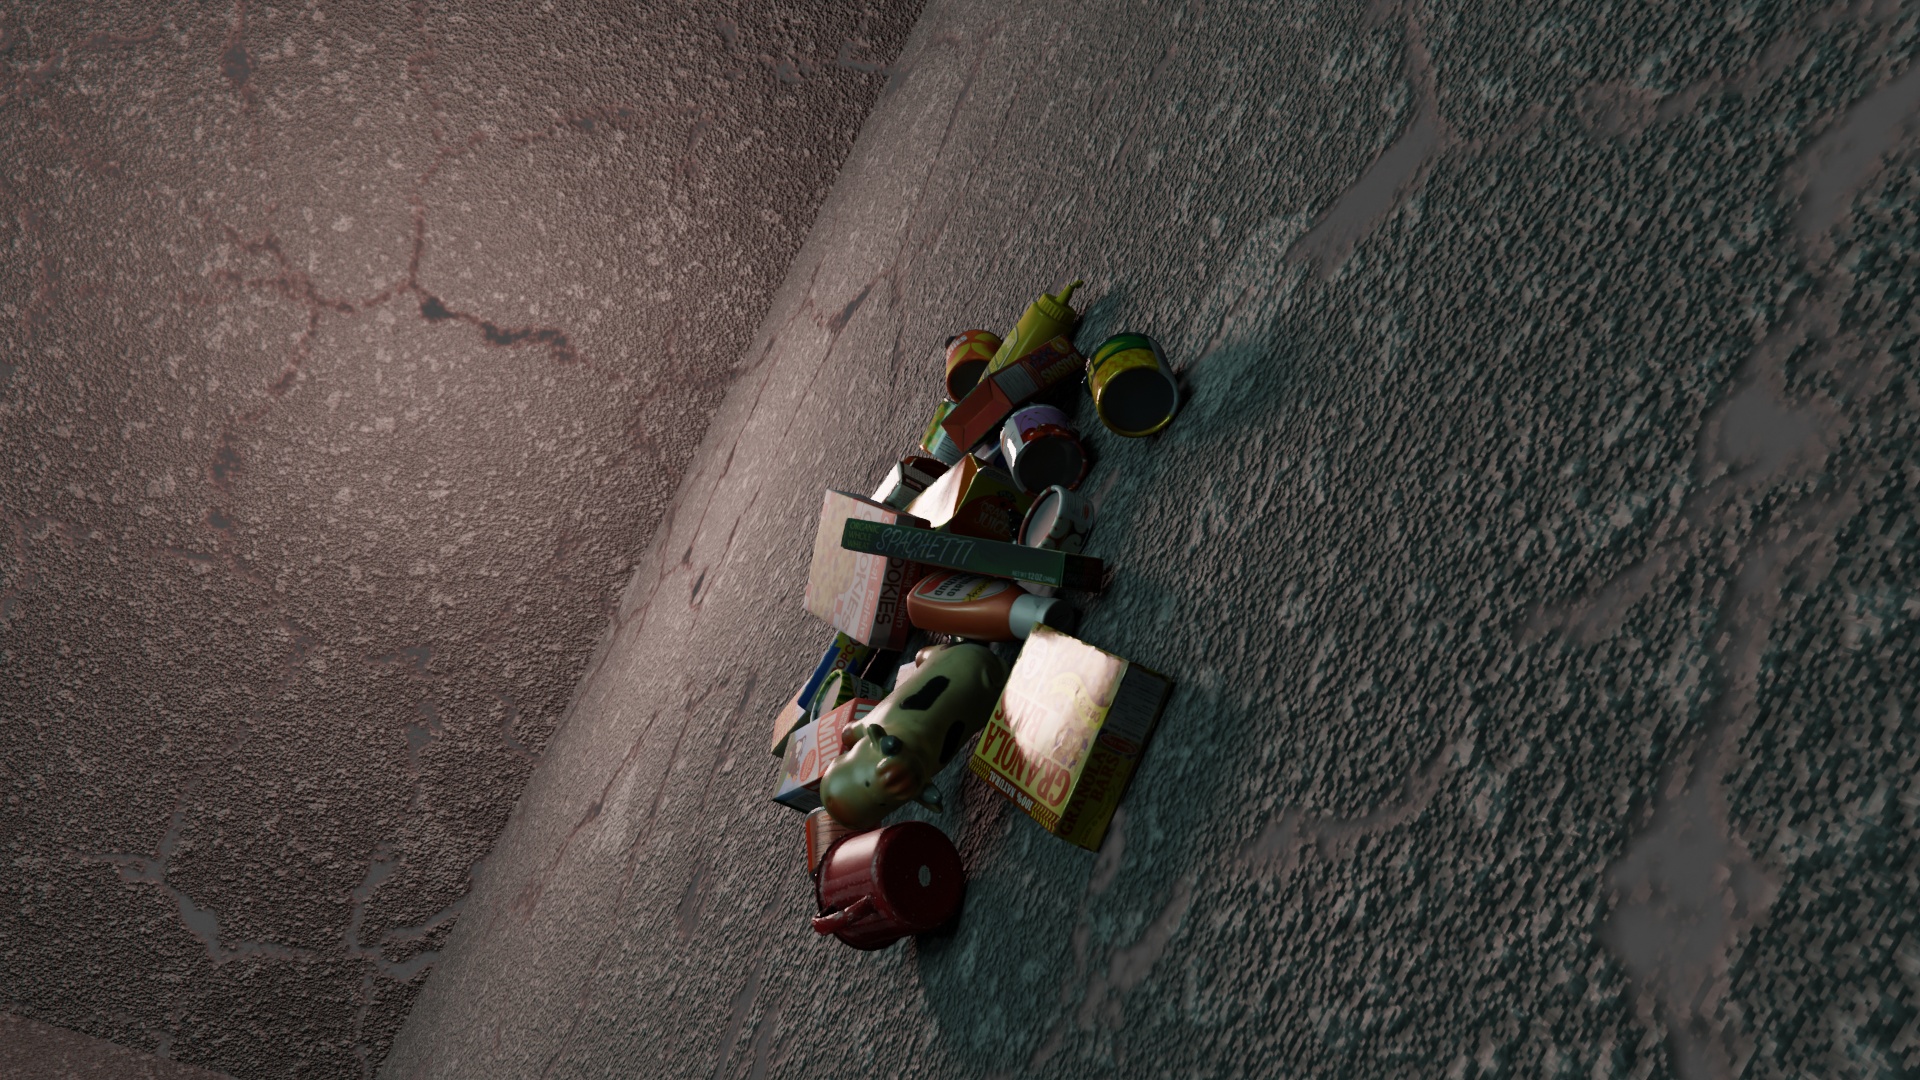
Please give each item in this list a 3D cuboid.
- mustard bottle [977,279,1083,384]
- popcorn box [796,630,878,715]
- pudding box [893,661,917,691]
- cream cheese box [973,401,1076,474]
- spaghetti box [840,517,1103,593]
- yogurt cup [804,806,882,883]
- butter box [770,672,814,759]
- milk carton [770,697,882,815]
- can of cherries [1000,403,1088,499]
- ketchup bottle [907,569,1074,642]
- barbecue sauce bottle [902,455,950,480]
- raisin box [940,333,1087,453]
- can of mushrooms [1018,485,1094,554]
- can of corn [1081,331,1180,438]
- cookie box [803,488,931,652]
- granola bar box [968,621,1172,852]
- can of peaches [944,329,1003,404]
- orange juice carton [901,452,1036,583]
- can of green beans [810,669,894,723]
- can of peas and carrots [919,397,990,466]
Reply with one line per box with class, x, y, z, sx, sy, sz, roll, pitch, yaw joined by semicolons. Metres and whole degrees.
mustard bottle;0.072;-0.194;1.374;0.159;0.049;0.065;-56;19;21
popcorn box;-0.112;0.116;1.421;0.126;0.038;0.085;-58;-5;15
pudding box;-0.032;0.133;1.251;0.083;0.030;0.050;-27;42;60
cream cheese box;0.056;-0.081;1.265;0.103;0.053;0.024;-41;28;48
spaghetti box;0.003;0.011;1.128;0.250;0.050;0.028;9;89;43
yogurt cup;-0.103;0.269;1.211;0.072;0.072;0.054;-45;35;43
butter box;-0.176;0.195;1.549;0.103;0.024;0.053;-50;24;33
milk carton;-0.097;0.200;1.265;0.189;0.073;0.072;-33;36;54
can of cherries;0.074;-0.076;1.194;0.071;0.071;0.058;-56;24;20
ketchup bottle;0.026;0.056;1.116;0.065;0.043;0.149;-31;26;-36
barbecue sauce bottle;-0.039;-0.066;1.480;0.043;0.065;0.148;-62;10;0
raisin box;0.050;-0.136;1.281;0.124;0.040;0.085;-35;-5;-44
can of mushrooms;0.077;-0.009;1.148;0.070;0.033;0.071;-50;24;32
can of corn;0.133;-0.121;1.094;0.071;0.071;0.058;-54;22;25
cookie box;-0.090;0.025;1.306;0.167;0.040;0.122;20;99;61
granola bar box;0.073;0.131;0.971;0.124;0.039;0.165;-65;19;-3
can of peaches;0.015;-0.182;1.471;0.071;0.071;0.058;-51;24;32
orange juice carton;0.005;-0.016;1.285;0.192;0.072;0.073;-37;33;52
can of green beans;-0.106;0.166;1.356;0.071;0.058;0.071;-51;23;32
can of peas and carrots;-0.001;-0.107;1.427;0.058;0.071;0.071;-62;19;5
